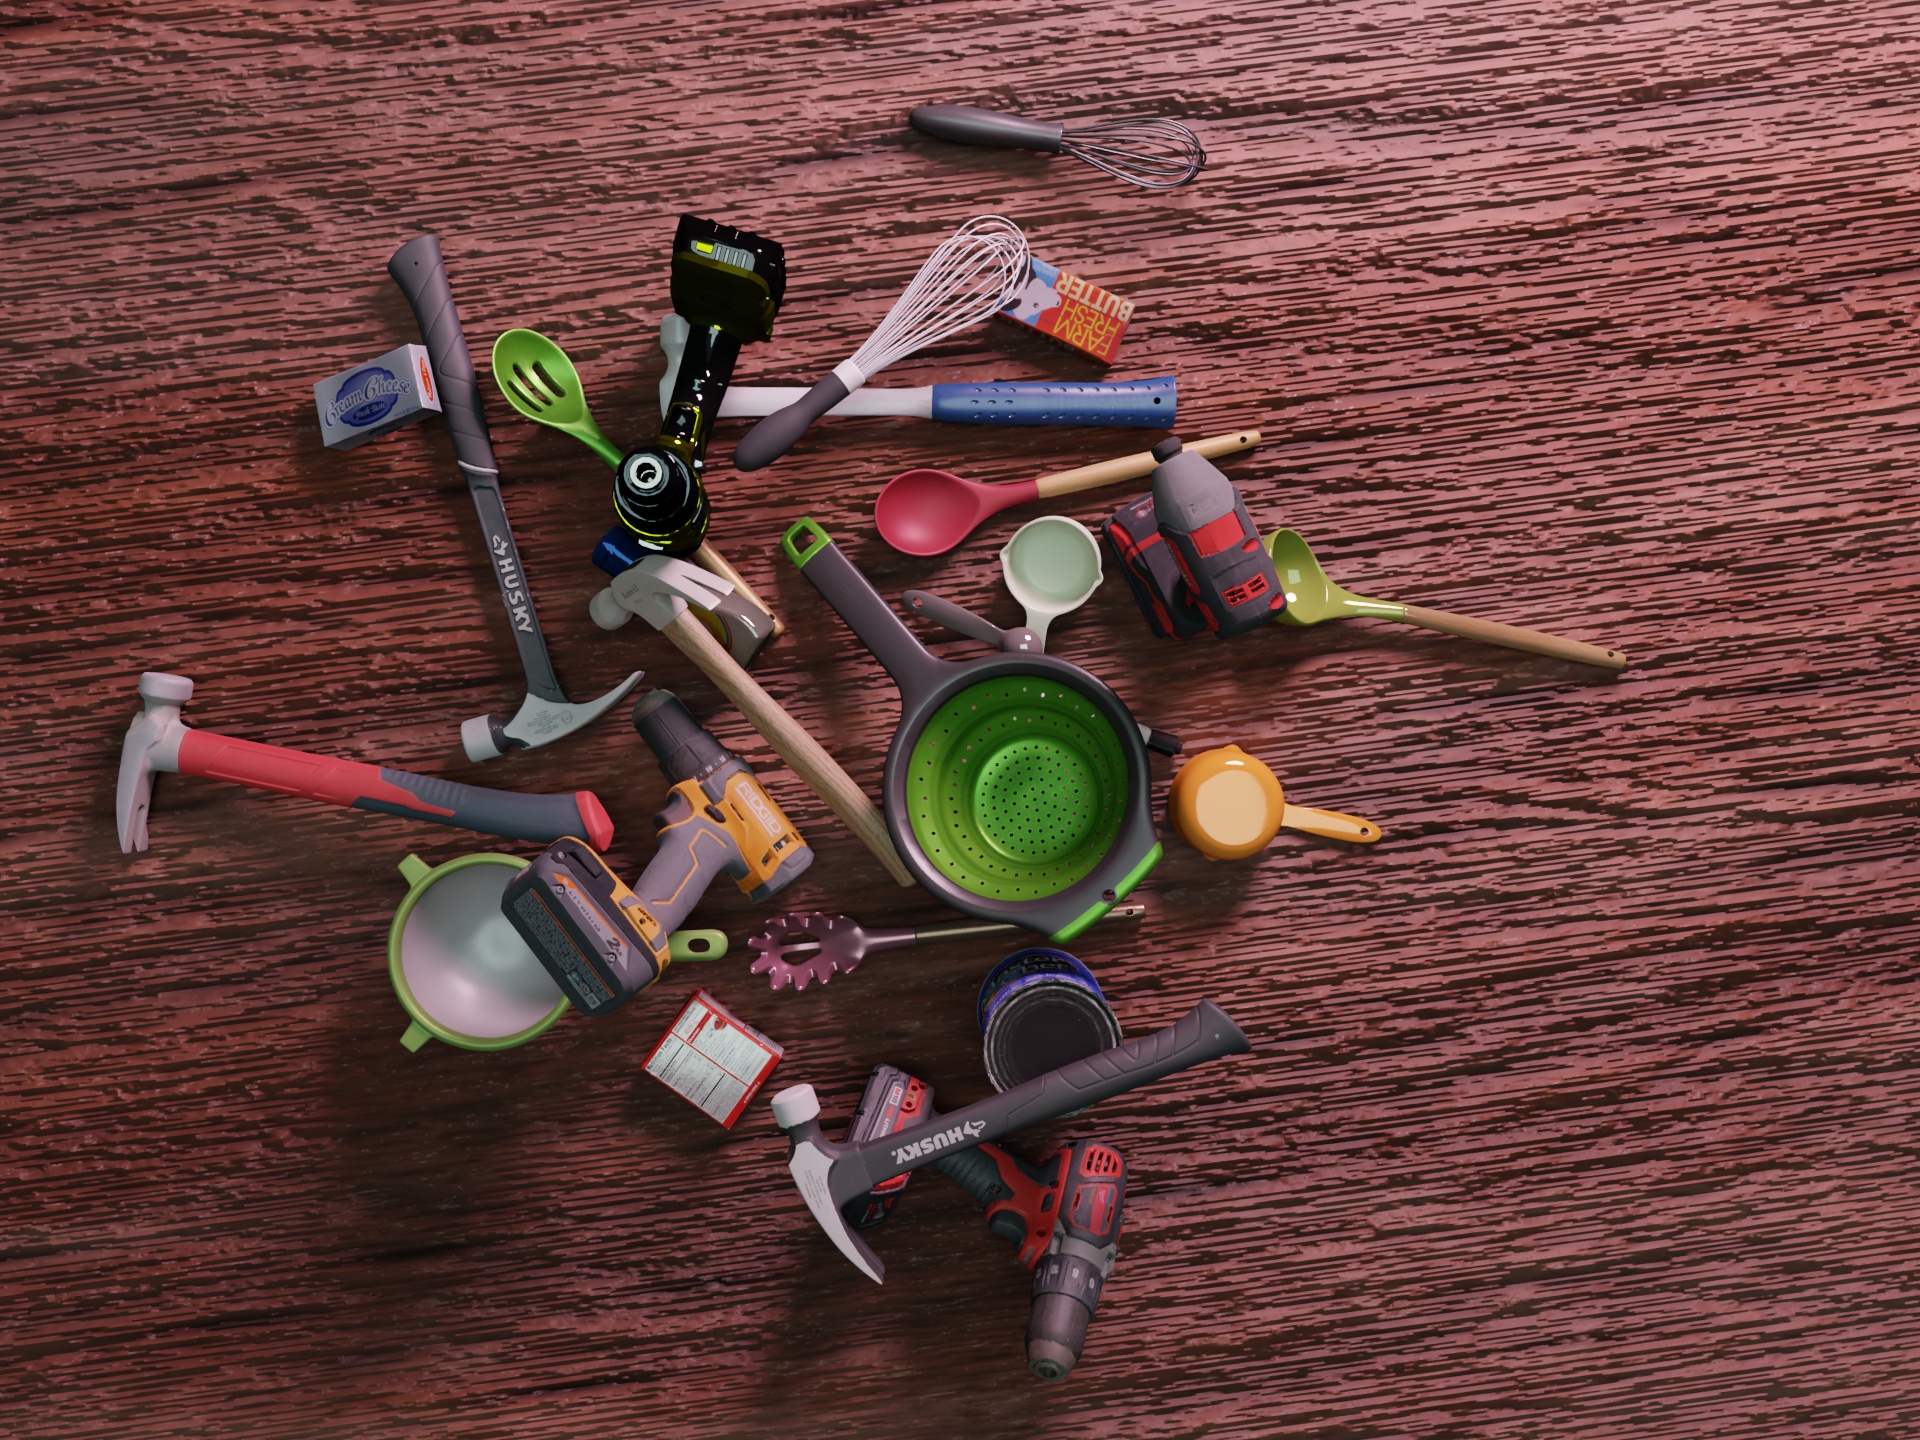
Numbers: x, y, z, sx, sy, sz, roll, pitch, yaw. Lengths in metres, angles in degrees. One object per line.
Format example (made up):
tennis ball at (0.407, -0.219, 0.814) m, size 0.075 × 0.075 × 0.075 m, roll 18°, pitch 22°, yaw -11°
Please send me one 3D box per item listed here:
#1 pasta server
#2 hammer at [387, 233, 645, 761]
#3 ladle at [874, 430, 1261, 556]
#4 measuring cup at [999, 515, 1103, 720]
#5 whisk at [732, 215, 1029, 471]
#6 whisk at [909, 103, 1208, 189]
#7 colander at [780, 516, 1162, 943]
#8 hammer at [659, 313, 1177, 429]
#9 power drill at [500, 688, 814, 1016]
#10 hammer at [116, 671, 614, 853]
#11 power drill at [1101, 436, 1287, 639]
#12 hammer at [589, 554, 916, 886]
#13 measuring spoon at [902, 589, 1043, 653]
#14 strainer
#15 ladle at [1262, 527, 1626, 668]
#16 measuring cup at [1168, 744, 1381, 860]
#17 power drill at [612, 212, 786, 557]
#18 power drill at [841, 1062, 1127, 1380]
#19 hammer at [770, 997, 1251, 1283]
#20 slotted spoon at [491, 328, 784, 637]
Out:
pasta server at (-0.008, 0.169, 1.263) m, size 0.316 × 0.040 × 0.060 m, roll -6°, pitch 88°, yaw -2°
hammer at (-0.369, -0.181, 1.251) m, size 0.149 × 0.036 × 0.409 m, roll -16°, pitch 91°, yaw -2°
ladle at (0.086, -0.191, 1.264) m, size 0.315 × 0.031 × 0.069 m, roll -13°, pitch 94°, yaw -3°
measuring cup at (0.064, -0.082, 1.266) m, size 0.083 × 0.038 × 0.167 m, roll 15°, pitch 108°, yaw 6°
whisk at (-0.060, -0.280, 1.210) m, size 0.284 × 0.070 × 0.070 m, roll -40°, pitch 92°, yaw -5°
whisk at (0.077, -0.455, 1.249) m, size 0.239 × 0.055 × 0.055 m, roll 10°, pitch 91°, yaw 3°
colander at (-0.002, -0.004, 1.245) m, size 0.204 × 0.094 × 0.397 m, roll -42°, pitch 74°, yaw 3°
hammer at (-0.034, -0.245, 1.256) m, size 0.405 × 0.035 × 0.144 m, roll 0°, pitch 91°, yaw -1°
power drill at (-0.232, 0.089, 1.184) m, size 0.084 × 0.226 × 0.185 m, roll -34°, pitch 94°, yaw 43°
hammer at (-0.463, 0.067, 1.236) m, size 0.386 × 0.038 × 0.143 m, roll 11°, pitch 92°, yaw 4°
power drill at (0.168, -0.129, 1.169) m, size 0.078 × 0.219 × 0.143 m, roll -27°, pitch 92°, yaw -1°
hammer at (-0.140, 0.004, 1.223) m, size 0.331 × 0.130 × 0.031 m, roll 47°, pitch 52°, yaw -14°
measuring spoon at (0.006, -0.073, 1.255) m, size 0.124 × 0.018 × 0.034 m, roll 25°, pitch 115°, yaw 12°
strainer at (-0.310, 0.175, 1.244) m, size 0.256 × 0.069 × 0.151 m, roll -1°, pitch 90°, yaw -4°
ladle at (0.379, -0.085, 1.258) m, size 0.320 × 0.062 × 0.078 m, roll 12°, pitch 63°, yaw -4°
measuring cup at (0.253, 0.075, 1.258) m, size 0.173 × 0.052 × 0.095 m, roll 11°, pitch 91°, yaw 1°
power drill at (-0.194, -0.236, 1.143) m, size 0.080 × 0.190 × 0.228 m, roll 16°, pitch 86°, yaw -4°
power drill at (0.011, 0.377, 1.204) m, size 0.226 × 0.188 × 0.080 m, roll 22°, pitch 133°, yaw 0°
hammer at (0.045, 0.279, 1.126) m, size 0.335 × 0.035 × 0.146 m, roll -20°, pitch 91°, yaw 0°
slotted spoon at (-0.252, -0.182, 1.254) m, size 0.313 × 0.031 × 0.070 m, roll 46°, pitch 52°, yaw -5°
